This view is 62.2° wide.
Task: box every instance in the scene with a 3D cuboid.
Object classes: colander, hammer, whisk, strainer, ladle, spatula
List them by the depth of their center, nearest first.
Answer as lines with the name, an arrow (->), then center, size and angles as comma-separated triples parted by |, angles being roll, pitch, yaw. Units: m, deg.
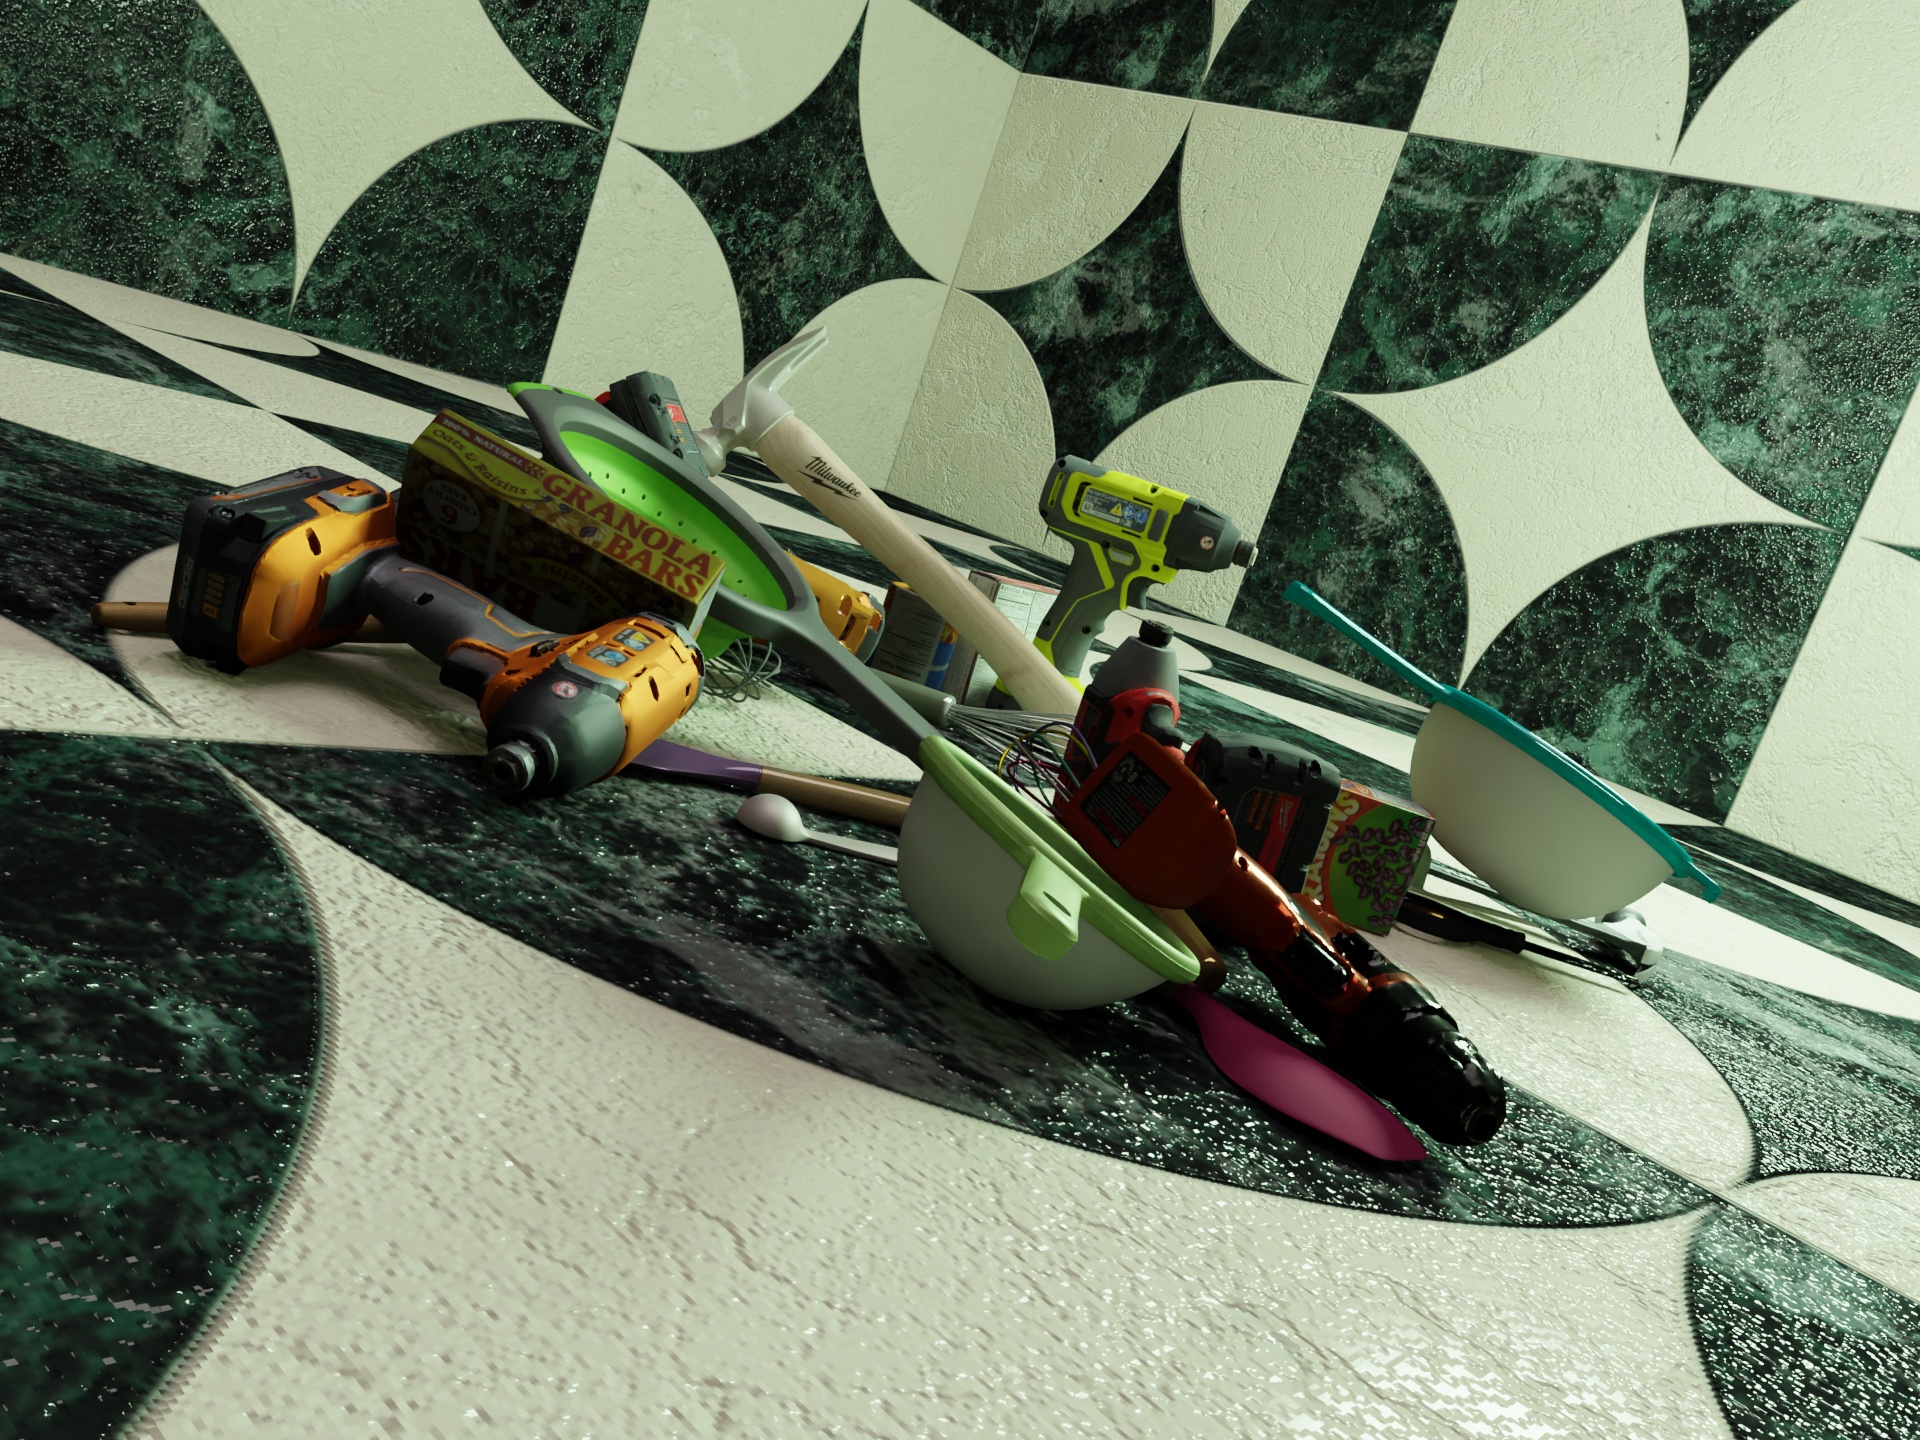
strainer -> 0.020, 0.079, 0.617 | 0.151, 0.069, 0.256 | 41, 4, 3
spatula -> -0.086, 0.036, 0.860 | 0.315, 0.018, 0.060 | 15, 11, -19
whisk -> 0.077, 0.071, 0.862 | 0.047, 0.051, 0.245 | -5, 30, -20
ladle -> -0.320, -0.050, 0.877 | 0.069, 0.031, 0.315 | 26, 14, 30
colander -> -0.132, -0.038, 0.951 | 0.397, 0.094, 0.204 | 42, 14, 5
strainer -> 0.338, 0.036, 1.098 | 0.340, 0.095, 0.211 | 35, 6, -8
whisk -> -0.189, -0.059, 1.102 | 0.055, 0.055, 0.239 | 12, 9, -35
whisk -> -0.002, -0.004, 1.169 | 0.246, 0.058, 0.059 | 19, -25, 18
hammer -> 0.331, 0.106, 1.208 | 0.409, 0.036, 0.149 | 20, 11, 7
hammer -> -0.023, -0.123, 1.224 | 0.411, 0.146, 0.038 | 44, -7, 6

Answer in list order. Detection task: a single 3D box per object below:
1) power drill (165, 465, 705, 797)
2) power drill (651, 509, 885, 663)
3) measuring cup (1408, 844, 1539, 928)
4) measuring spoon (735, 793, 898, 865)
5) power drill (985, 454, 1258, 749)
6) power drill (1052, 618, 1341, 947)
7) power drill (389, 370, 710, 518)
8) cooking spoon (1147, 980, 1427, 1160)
power drill -> -0.251, -0.036, 0.755 | 0.226, 0.084, 0.164 | 24, 22, 4
power drill -> -0.171, -0.107, 1.158 | 0.185, 0.084, 0.226 | 26, -1, -25
measuring cup -> 0.326, 0.102, 1.096 | 0.083, 0.038, 0.168 | 17, 1, -44
measuring spoon -> -0.053, 0.058, 0.807 | 0.124, 0.018, 0.034 | 16, 10, -21
power drill -> 0.122, -0.078, 1.258 | 0.171, 0.223, 0.080 | 21, 11, 12
power drill -> 0.126, 0.030, 0.935 | 0.078, 0.143, 0.220 | 13, 14, -21
power drill -> -0.295, -0.157, 1.072 | 0.226, 0.080, 0.188 | -21, 10, 2
cooking spoon -> 0.087, 0.117, 0.749 | 0.068, 0.017, 0.319 | 11, 13, -40
